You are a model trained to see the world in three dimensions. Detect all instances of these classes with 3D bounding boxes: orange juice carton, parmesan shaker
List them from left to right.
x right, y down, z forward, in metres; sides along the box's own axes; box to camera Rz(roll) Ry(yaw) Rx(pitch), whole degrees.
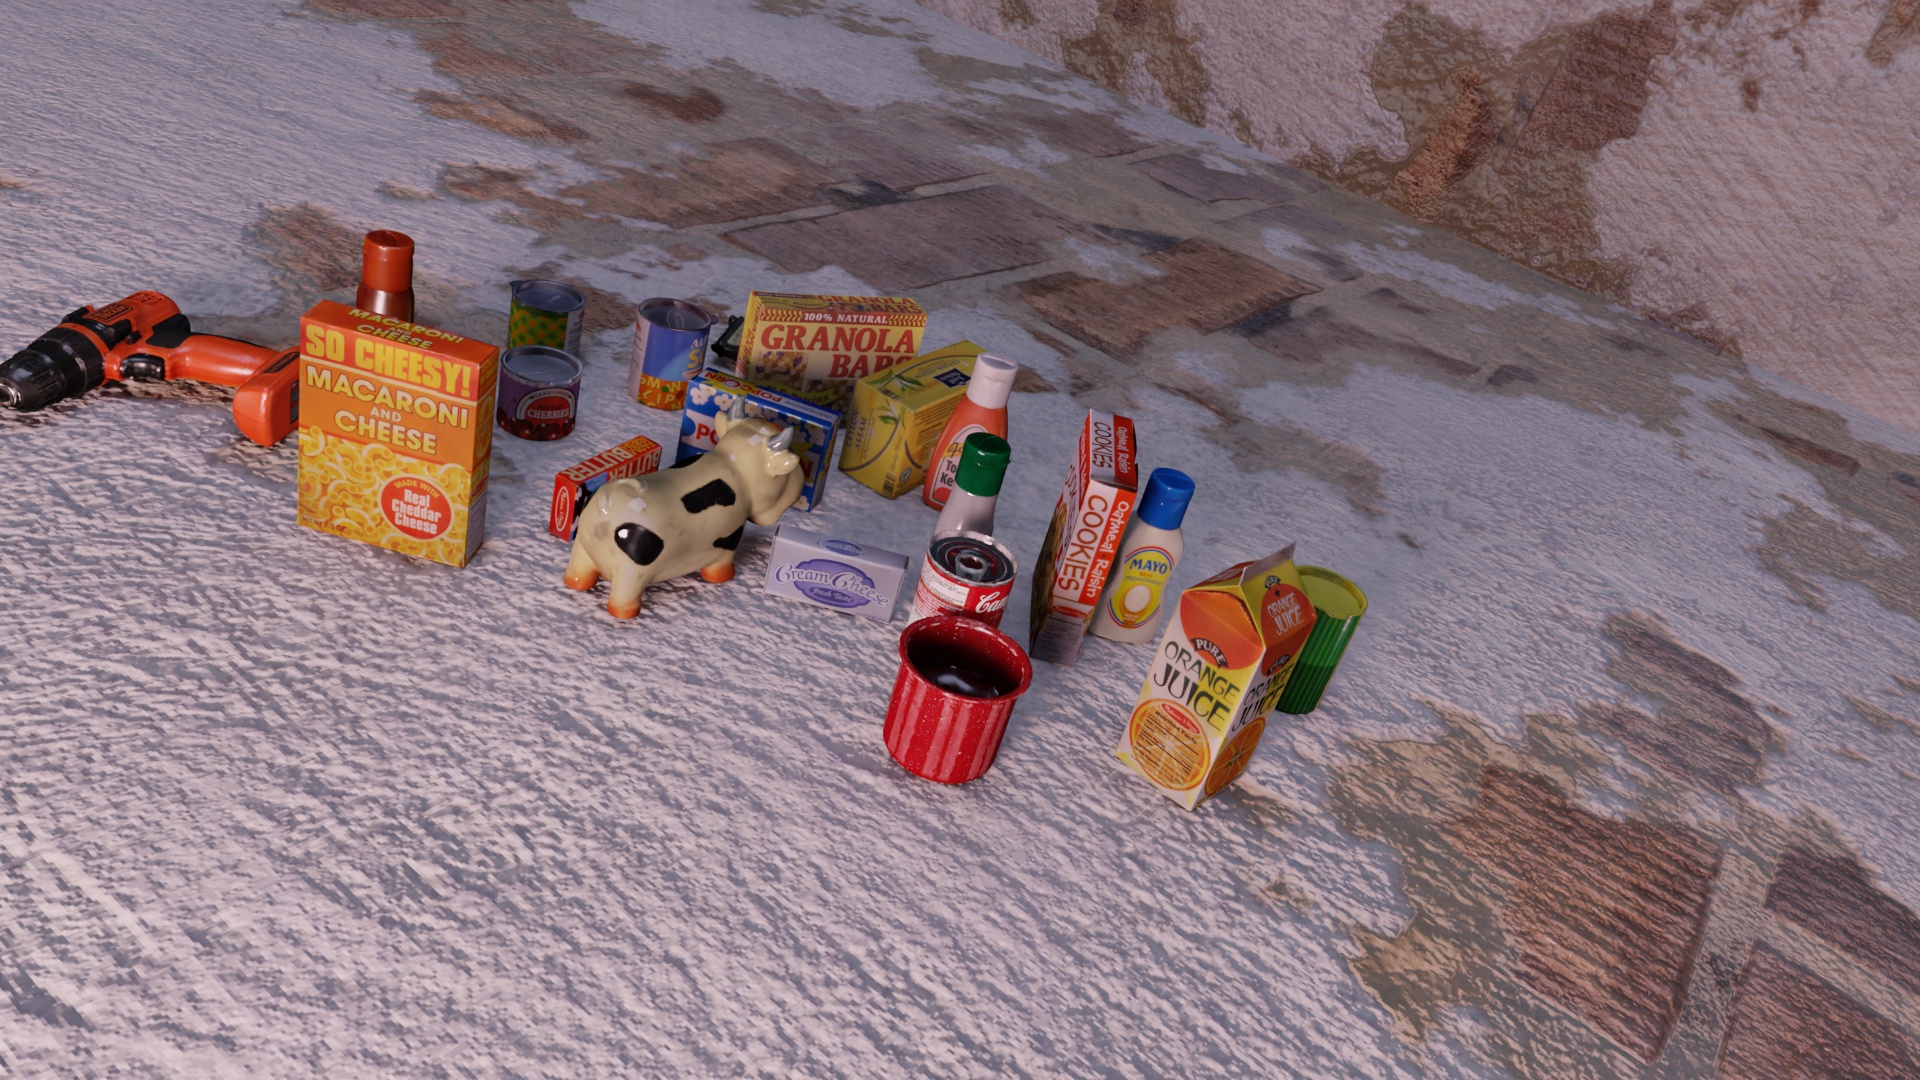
[{"bbox_3d":[0.183,0.087,0.968,0.073,0.191,0.072,36,35,29],"label":"orange juice carton"},{"bbox_3d":[0.274,0.081,1.110,0.071,0.102,0.071,13,31,-7],"label":"parmesan shaker"}]

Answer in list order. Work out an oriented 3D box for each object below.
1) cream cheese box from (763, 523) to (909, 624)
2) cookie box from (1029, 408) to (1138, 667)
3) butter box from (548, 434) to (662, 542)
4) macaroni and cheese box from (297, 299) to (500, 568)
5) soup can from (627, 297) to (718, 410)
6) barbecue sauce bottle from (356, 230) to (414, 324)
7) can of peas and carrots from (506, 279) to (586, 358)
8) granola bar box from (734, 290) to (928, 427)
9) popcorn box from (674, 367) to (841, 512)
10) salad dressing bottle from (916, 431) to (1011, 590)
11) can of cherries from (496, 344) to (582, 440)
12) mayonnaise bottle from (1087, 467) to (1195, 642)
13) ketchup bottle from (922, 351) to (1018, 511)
[{"bbox_3d":[-0.096,0.026,1.067,0.104,0.053,0.024,15,30,-4],"label":"cream cheese box"},{"bbox_3d":[0.097,-0.003,1.097,0.040,0.166,0.123,15,30,-4],"label":"cookie box"},{"bbox_3d":[-0.278,-0.042,1.088,0.024,0.052,0.104,27,32,17],"label":"butter box"},{"bbox_3d":[-0.394,-0.073,0.970,0.124,0.165,0.040,15,30,-3],"label":"macaroni and cheese box"},{"bbox_3d":[-0.264,-0.170,1.273,0.071,0.083,0.072,12,31,-7],"label":"soup can"},{"bbox_3d":[-0.464,-0.174,1.119,0.044,0.147,0.065,-4,36,-31],"label":"barbecue sauce bottle"},{"bbox_3d":[-0.387,-0.203,1.290,0.071,0.058,0.071,12,31,-7],"label":"can of peas and carrots"},{"bbox_3d":[-0.125,-0.167,1.297,0.166,0.123,0.039,-3,36,-30],"label":"granola bar box"},{"bbox_3d":[-0.172,-0.086,1.180,0.127,0.084,0.038,19,30,4],"label":"popcorn box"},{"bbox_3d":[0.004,-0.014,1.088,0.044,0.146,0.064,26,31,15],"label":"salad dressing bottle"},{"bbox_3d":[-0.357,-0.124,1.177,0.071,0.058,0.072,12,31,-7],"label":"can of cherries"},{"bbox_3d":[0.147,0.013,1.115,0.065,0.147,0.041,10,31,-12],"label":"mayonnaise bottle"},{"bbox_3d":[0.013,-0.093,1.220,0.065,0.148,0.044,16,30,-2],"label":"ketchup bottle"}]
